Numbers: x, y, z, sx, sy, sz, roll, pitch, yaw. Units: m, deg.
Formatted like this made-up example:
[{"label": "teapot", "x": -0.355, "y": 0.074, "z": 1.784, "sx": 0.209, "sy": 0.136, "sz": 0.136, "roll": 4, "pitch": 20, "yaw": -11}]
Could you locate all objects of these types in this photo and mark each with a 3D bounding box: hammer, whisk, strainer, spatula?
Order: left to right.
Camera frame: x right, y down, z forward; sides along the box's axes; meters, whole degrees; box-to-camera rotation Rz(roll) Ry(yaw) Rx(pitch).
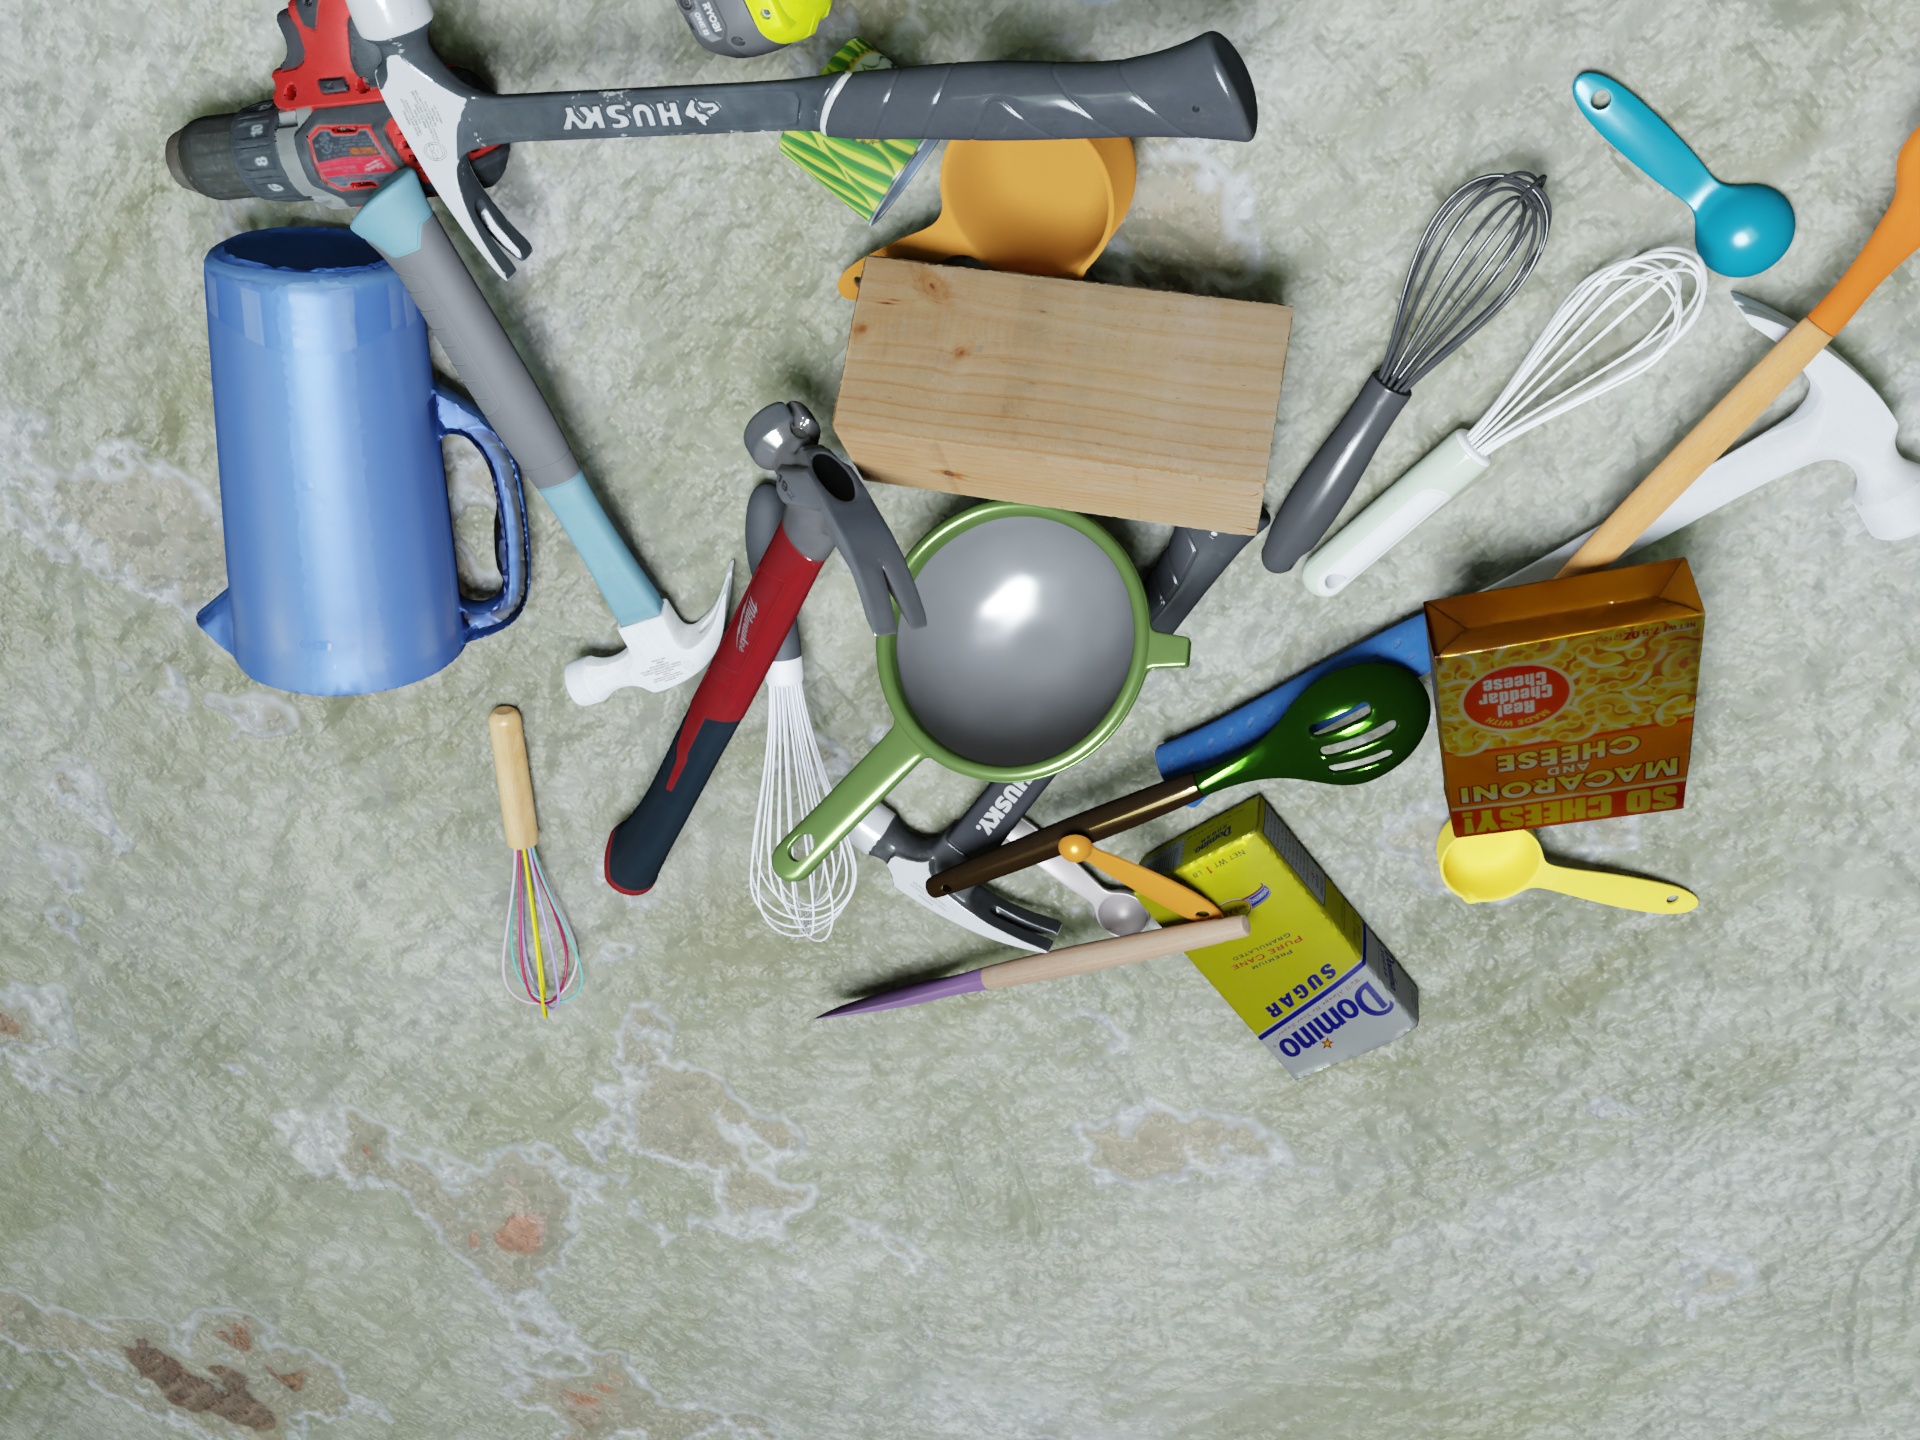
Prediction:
[{"label": "whisk", "x": -0.294, "y": 0.103, "z": 1.084, "sx": 0.051, "sy": 0.047, "sz": 0.244, "roll": 7, "pitch": 119, "yaw": 12}, {"label": "hammer", "x": -0.230, "y": -0.145, "z": 0.879, "sx": 0.128, "sy": 0.033, "sz": 0.330, "roll": -14, "pitch": 129, "yaw": 14}, {"label": "hammer", "x": -0.133, "y": 0.005, "z": 0.914, "sx": 0.143, "sy": 0.038, "sz": 0.386, "roll": 59, "pitch": 140, "yaw": 23}, {"label": "whisk", "x": -0.103, "y": 0.000, "z": 0.947, "sx": 0.070, "sy": 0.070, "sz": 0.284, "roll": 1, "pitch": 108, "yaw": 14}, {"label": "hammer", "x": -0.074, "y": -0.270, "z": 0.713, "sx": 0.409, "sy": 0.036, "sz": 0.149, "roll": 5, "pitch": 137, "yaw": 17}, {"label": "strainer", "x": -0.001, "y": -0.003, "z": 0.865, "sx": 0.256, "sy": 0.069, "sz": 0.152, "roll": -45, "pitch": 71, "yaw": 11}, {"label": "spatula", "x": 0.039, "y": 0.158, "z": 1.003, "sx": 0.316, "sy": 0.059, "sz": 0.018, "roll": -18, "pitch": 85, "yaw": 33}, {"label": "hammer", "x": 0.069, "y": 0.001, "z": 0.925, "sx": 0.146, "sy": 0.035, "sz": 0.334, "roll": 37, "pitch": 121, "yaw": 0}, {"label": "whisk", "x": 0.212, "y": -0.164, "z": 0.786, "sx": 0.055, "sy": 0.055, "sz": 0.238, "roll": 27, "pitch": 127, "yaw": -2}, {"label": "hammer", "x": 0.274, "y": -0.064, "z": 0.836, "sx": 0.405, "sy": 0.035, "sz": 0.144, "roll": -31, "pitch": 109, "yaw": 29}, {"label": "whisk", "x": 0.261, "y": -0.140, "z": 0.788, "sx": 0.057, "sy": 0.059, "sz": 0.246, "roll": 20, "pitch": 133, "yaw": -32}, {"label": "spatula", "x": 0.366, "y": -0.154, "z": 0.710, "sx": 0.081, "sy": 0.041, "sz": 0.322, "roll": 31, "pitch": 125, "yaw": -7}]

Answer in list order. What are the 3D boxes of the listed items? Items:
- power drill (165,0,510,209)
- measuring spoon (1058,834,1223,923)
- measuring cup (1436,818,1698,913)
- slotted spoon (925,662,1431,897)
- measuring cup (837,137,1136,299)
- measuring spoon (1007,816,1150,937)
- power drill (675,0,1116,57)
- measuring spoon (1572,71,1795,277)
[{"label": "power drill", "x": -0.340, "y": -0.367, "z": 0.790, "sx": 0.188, "sy": 0.080, "sz": 0.226, "roll": 0, "pitch": 124, "yaw": 15}, {"label": "measuring spoon", "x": 0.106, "y": 0.096, "z": 0.922, "sx": 0.116, "sy": 0.011, "sz": 0.021, "roll": 28, "pitch": 132, "yaw": -19}, {"label": "measuring cup", "x": 0.350, "y": 0.084, "z": 0.920, "sx": 0.156, "sy": 0.029, "sz": 0.062, "roll": 12, "pitch": 124, "yaw": -7}, {"label": "slotted spoon", "x": 0.113, "y": 0.047, "z": 0.899, "sx": 0.314, "sy": 0.031, "sz": 0.070, "roll": -23, "pitch": 113, "yaw": 24}, {"label": "measuring cup", "x": 0.009, "y": -0.253, "z": 0.786, "sx": 0.173, "sy": 0.052, "sz": 0.095, "roll": -13, "pitch": 122, "yaw": 42}, {"label": "measuring spoon", "x": 0.069, "y": 0.091, "z": 1.001, "sx": 0.124, "sy": 0.018, "sz": 0.034, "roll": 39, "pitch": 122, "yaw": -3}, {"label": "power drill", "x": -0.030, "y": -0.381, "z": 0.658, "sx": 0.228, "sy": 0.080, "sz": 0.190, "roll": -3, "pitch": 136, "yaw": 27}, {"label": "measuring spoon", "x": 0.325, "y": -0.246, "z": 0.718, "sx": 0.128, "sy": 0.021, "sz": 0.042, "roll": 36, "pitch": 123, "yaw": -10}]
